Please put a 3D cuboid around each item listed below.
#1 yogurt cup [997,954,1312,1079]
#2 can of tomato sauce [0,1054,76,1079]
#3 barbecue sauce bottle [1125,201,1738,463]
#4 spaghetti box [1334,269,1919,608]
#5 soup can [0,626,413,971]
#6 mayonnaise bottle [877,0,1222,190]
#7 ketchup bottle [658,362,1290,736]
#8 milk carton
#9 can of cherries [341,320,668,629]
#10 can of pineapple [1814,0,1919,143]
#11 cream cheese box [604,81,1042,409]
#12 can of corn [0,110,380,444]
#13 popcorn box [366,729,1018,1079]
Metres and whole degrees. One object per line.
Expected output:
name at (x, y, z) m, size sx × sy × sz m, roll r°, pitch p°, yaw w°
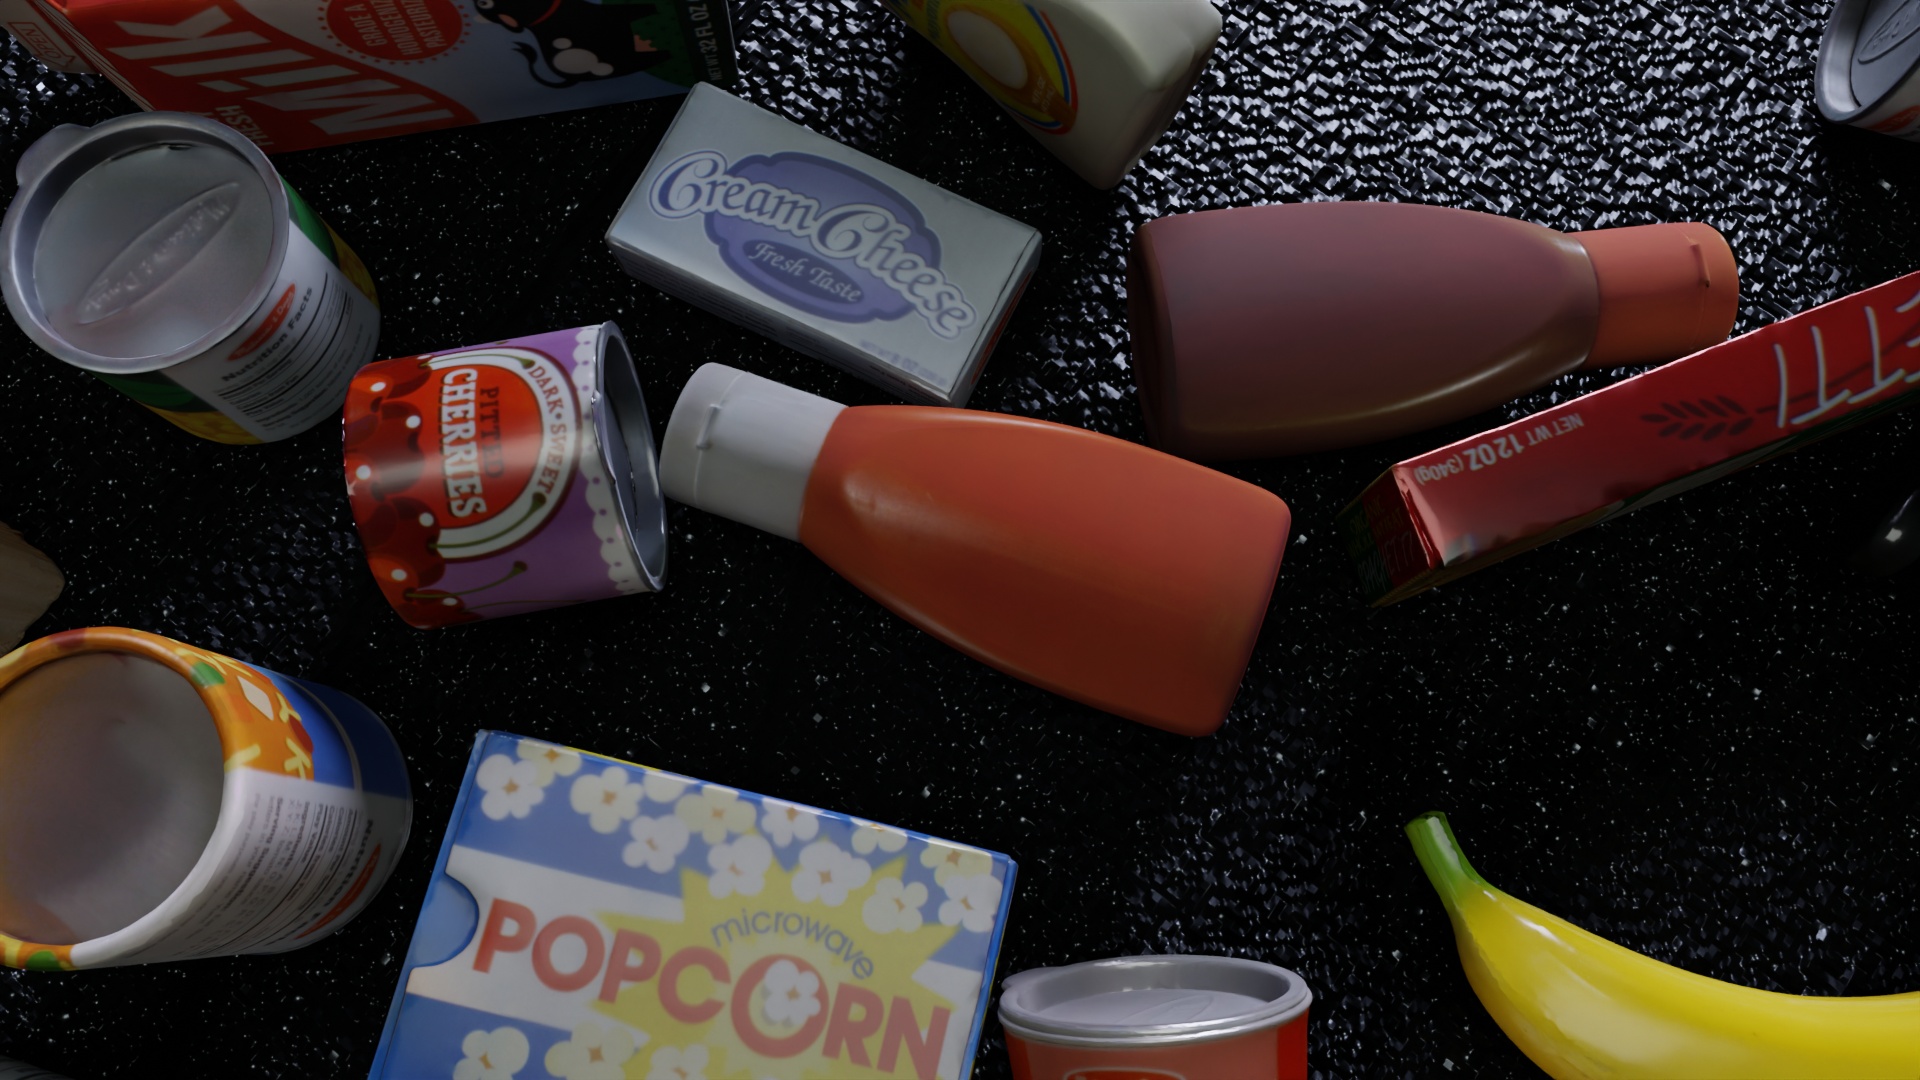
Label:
yogurt cup at (0.044, 0.124, 0.301) m, size 0.072 × 0.072 × 0.054 m, roll -4°, pitch 84°, yaw -2°
can of tomato sauce at (-0.202, 0.148, 0.288) m, size 0.083 × 0.071 × 0.071 m, roll 16°, pitch 76°, yaw 4°
barbecue sauce bottle at (0.120, -0.058, 0.360) m, size 0.149 × 0.043 × 0.065 m, roll -6°, pitch 76°, yaw -3°
spaghetti box at (0.218, -0.041, 0.353) m, size 0.250 × 0.050 × 0.029 m, roll -20°, pitch 78°, yaw -6°
soup can at (-0.171, 0.056, 0.304) m, size 0.071 × 0.083 × 0.071 m, roll 0°, pitch 76°, yaw 0°
mayonnaise bottle at (-0.003, -0.159, 0.367) m, size 0.148 × 0.064 × 0.041 m, roll 40°, pitch 74°, yaw 3°
ketchup bottle at (0.001, -0.004, 0.343) m, size 0.149 × 0.043 × 0.065 m, roll 19°, pitch 84°, yaw 4°
milk carton at (-0.162, -0.156, 0.366) m, size 0.191 × 0.072 × 0.073 m, roll -10°, pitch 76°, yaw -5°
can of cherries at (-0.106, -0.016, 0.330) m, size 0.058 × 0.071 × 0.071 m, roll -10°, pitch 76°, yaw -3°
can of pineapple at (0.277, -0.139, 0.371) m, size 0.058 × 0.071 × 0.071 m, roll 16°, pitch 76°, yaw 2°
cream cheese box at (-0.036, -0.077, 0.371) m, size 0.104 × 0.024 × 0.053 m, roll 25°, pitch 76°, yaw 5°
can of corn at (-0.190, -0.065, 0.348) m, size 0.071 × 0.058 × 0.071 m, roll 0°, pitch 76°, yaw -1°
popcorn box at (-0.057, 0.100, 0.318) m, size 0.127 × 0.038 × 0.085 m, roll 13°, pitch 77°, yaw 2°
